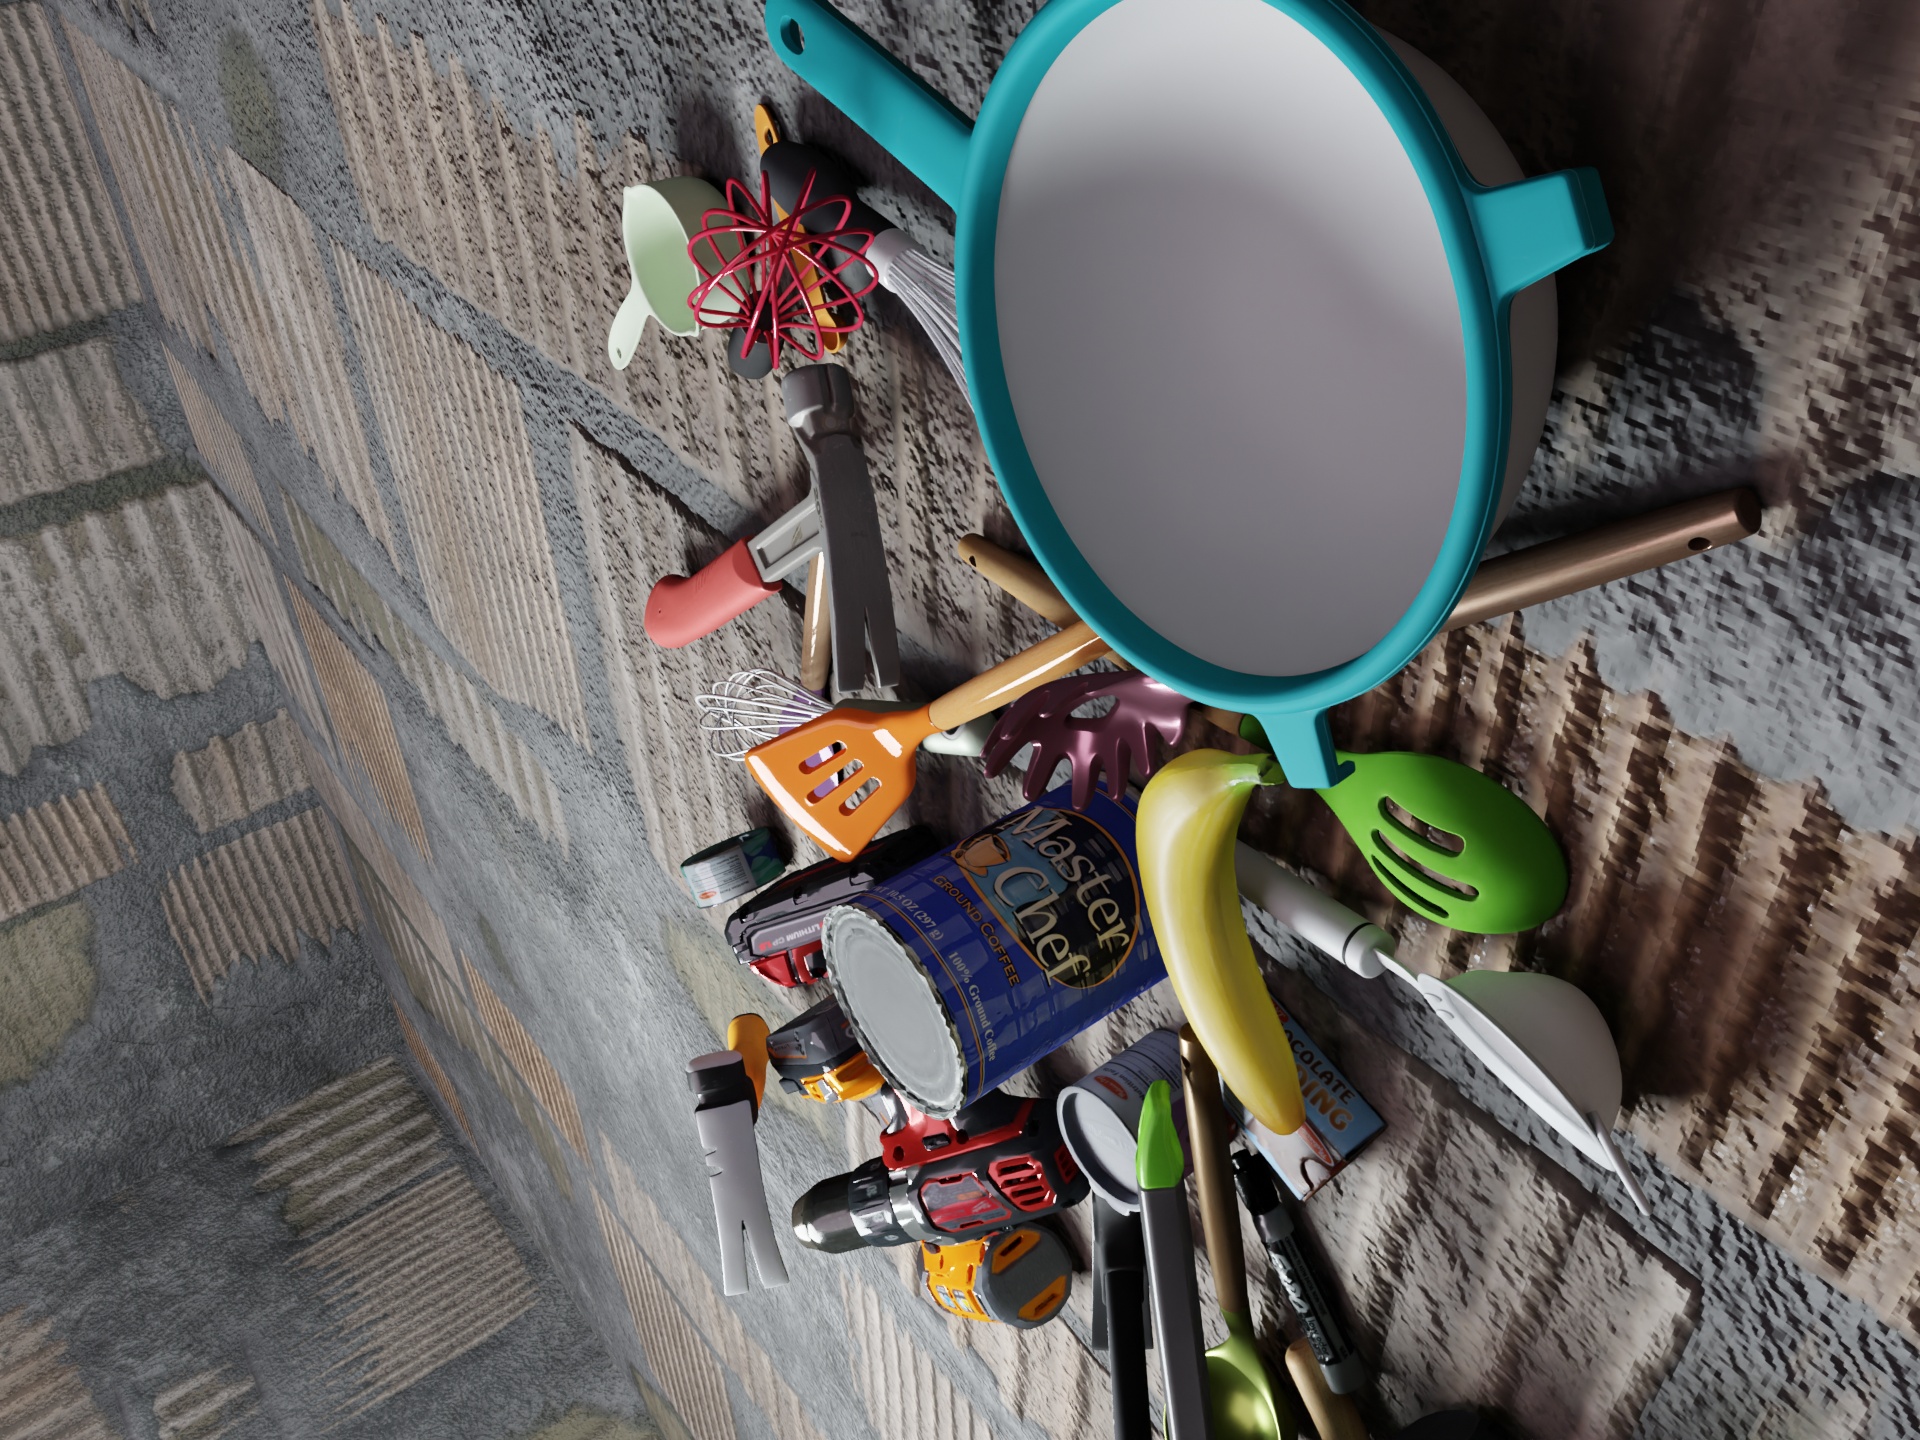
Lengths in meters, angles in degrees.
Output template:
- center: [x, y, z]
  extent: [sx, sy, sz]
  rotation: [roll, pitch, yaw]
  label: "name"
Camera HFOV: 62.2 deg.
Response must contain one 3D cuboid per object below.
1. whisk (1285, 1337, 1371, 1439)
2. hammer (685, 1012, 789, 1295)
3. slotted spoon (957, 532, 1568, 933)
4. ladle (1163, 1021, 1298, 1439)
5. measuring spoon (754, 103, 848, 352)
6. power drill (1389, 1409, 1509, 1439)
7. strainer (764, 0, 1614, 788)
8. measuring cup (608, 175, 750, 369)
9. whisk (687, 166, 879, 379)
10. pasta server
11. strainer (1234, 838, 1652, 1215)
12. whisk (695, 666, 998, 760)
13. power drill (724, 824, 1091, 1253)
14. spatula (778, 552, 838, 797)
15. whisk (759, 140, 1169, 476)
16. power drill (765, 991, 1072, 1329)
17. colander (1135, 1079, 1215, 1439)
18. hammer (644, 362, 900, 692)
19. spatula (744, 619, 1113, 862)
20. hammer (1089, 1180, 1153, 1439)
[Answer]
- center: [0.214, 0.413, 0.759]
  extent: [0.245, 0.051, 0.047]
  rotation: [64, 157, 5]
  label: "whisk"
- center: [-0.134, 0.242, 0.996]
  extent: [0.337, 0.034, 0.127]
  rotation: [173, 86, -84]
  label: "hammer"
- center: [0.096, -0.009, 0.624]
  extent: [0.314, 0.031, 0.070]
  rotation: [37, 143, 42]
  label: "slotted spoon"
- center: [0.117, 0.264, 0.748]
  extent: [0.078, 0.062, 0.319]
  rotation: [33, 145, 47]
  label: "ladle"
- center: [-0.073, -0.230, 0.743]
  extent: [0.021, 0.011, 0.117]
  rotation: [-2, 108, 60]
  label: "measuring spoon"
- center: [0.268, 0.364, 0.593]
  extent: [0.190, 0.080, 0.228]
  rotation: [61, 154, 8]
  label: "power drill"
- center: [0.059, -0.156, 0.497]
  extent: [0.341, 0.095, 0.210]
  rotation: [49, 146, 31]
  label: "strainer"
- center: [-0.155, -0.229, 0.849]
  extent: [0.083, 0.038, 0.167]
  rotation: [64, 154, 0]
  label: "measuring cup"
- center: [-0.082, -0.175, 0.677]
  extent: [0.296, 0.073, 0.073]
  rotation: [-152, 40, -79]
  label: "whisk"
- center: [0.114, -0.019, 0.538]
  extent: [0.060, 0.040, 0.316]
  rotation: [30, 153, -27]
  label: "pasta server"
- center: [0.157, 0.086, 0.585]
  extent: [0.259, 0.050, 0.086]
  rotation: [34, 168, 51]
  label: "strainer"
- center: [-0.066, 0.001, 0.865]
  extent: [0.059, 0.058, 0.246]
  rotation: [32, 162, -38]
  label: "whisk"
- center: [-0.048, 0.192, 0.896]
  extent: [0.188, 0.080, 0.226]
  rotation: [-23, 94, 25]
  label: "power drill"
- center: [-0.080, -0.037, 0.900]
  extent: [0.060, 0.018, 0.315]
  rotation: [44, 147, 23]
  label: "spatula"
- center: [-0.008, -0.171, 0.637]
  extent: [0.285, 0.070, 0.070]
  rotation: [49, 149, 36]
  label: "whisk"
- center: [-0.032, 0.280, 1.018]
  extent: [0.226, 0.084, 0.164]
  rotation: [59, 153, 2]
  label: "power drill"
- center: [0.142, 0.345, 0.685]
  extent: [0.204, 0.094, 0.397]
  rotation: [-50, -47, -79]
  label: "colander"
- center: [-0.117, -0.070, 0.871]
  extent: [0.359, 0.036, 0.149]
  rotation: [165, 96, -66]
  label: "hammer"
- center: [-0.001, -0.002, 0.716]
  extent: [0.081, 0.041, 0.322]
  rotation: [48, 148, -10]
  label: "spatula"
- center: [0.082, 0.367, 0.736]
  extent: [0.335, 0.035, 0.146]
  rotation: [-87, -6, -55]
  label: "hammer"
